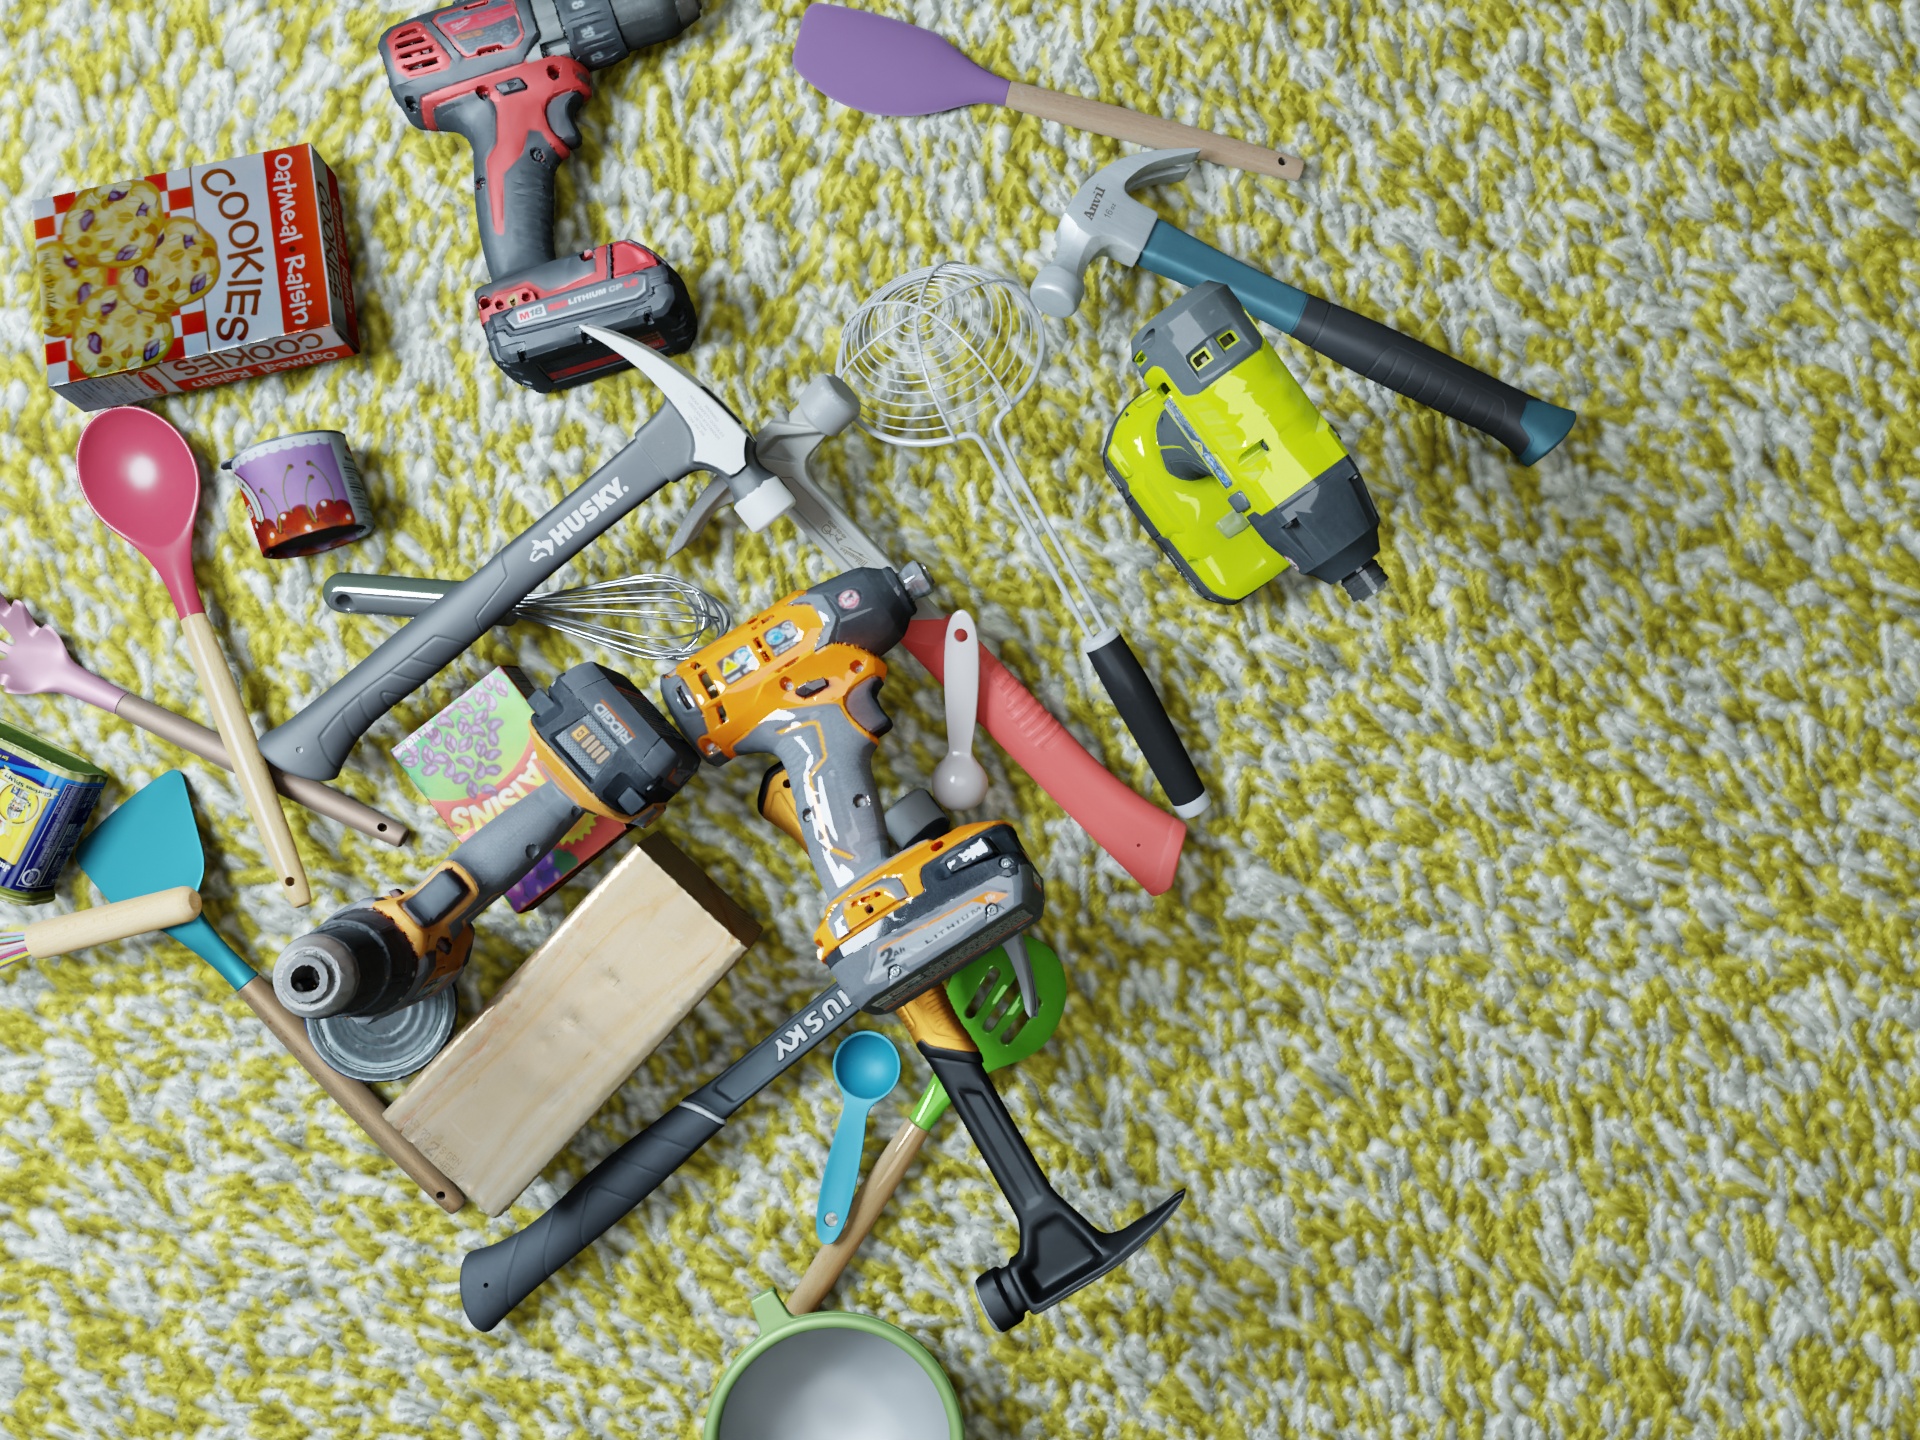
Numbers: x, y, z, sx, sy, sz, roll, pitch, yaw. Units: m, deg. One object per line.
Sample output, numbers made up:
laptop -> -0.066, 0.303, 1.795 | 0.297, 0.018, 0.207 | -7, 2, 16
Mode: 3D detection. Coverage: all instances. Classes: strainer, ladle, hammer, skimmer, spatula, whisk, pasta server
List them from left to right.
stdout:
whisk -> -0.557, 0.138, 0.927 | 0.245, 0.047, 0.051 | -14, 125, 6
pasta server -> -0.476, 0.001, 0.946 | 0.316, 0.040, 0.060 | 26, 78, -2
ladle -> -0.442, -0.037, 0.936 | 0.069, 0.031, 0.315 | -23, 85, 0
spatula -> -0.405, 0.173, 0.956 | 0.082, 0.044, 0.317 | -40, 95, -1
hammer -> -0.266, -0.080, 0.899 | 0.335, 0.035, 0.146 | -37, 100, 8
whisk -> -0.259, -0.067, 0.945 | 0.246, 0.059, 0.057 | 5, 135, 3
hammer -> -0.133, 0.224, 0.943 | 0.409, 0.036, 0.149 | -40, 76, 2
strainer -> -0.022, 0.428, 0.938 | 0.256, 0.069, 0.151 | 14, 88, -2
hammer -> -0.011, 0.161, 0.895 | 0.127, 0.034, 0.337 | -33, 77, 5
hammer -> -0.005, -0.027, 0.941 | 0.359, 0.037, 0.149 | 46, 114, -6
skimmer -> 0.051, -0.105, 0.958 | 0.127, 0.090, 0.363 | -30, 101, -1
spatula -> 0.053, -0.370, 0.962 | 0.316, 0.018, 0.060 | 14, 89, 0
hammer -> 0.213, -0.235, 0.947 | 0.331, 0.033, 0.128 | 24, 74, -5

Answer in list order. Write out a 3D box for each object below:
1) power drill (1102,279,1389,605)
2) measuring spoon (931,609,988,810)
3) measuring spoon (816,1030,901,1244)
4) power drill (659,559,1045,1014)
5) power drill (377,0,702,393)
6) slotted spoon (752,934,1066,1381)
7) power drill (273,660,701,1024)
power drill -> 0.151, -0.131, 0.861 | 0.080, 0.223, 0.171 | -36, 91, 0
measuring spoon -> -0.001, -0.003, 0.919 | 0.034, 0.018, 0.124 | 5, 111, 12
measuring spoon -> -0.064, 0.250, 0.957 | 0.042, 0.021, 0.128 | 13, 87, 13
power drill -> -0.046, 0.026, 0.868 | 0.164, 0.084, 0.227 | -33, 72, 2
power drill -> -0.220, -0.326, 0.932 | 0.188, 0.080, 0.227 | -18, 87, -1
slotted spoon -> -0.037, 0.266, 0.959 | 0.070, 0.031, 0.314 | 33, 91, 5
power drill -> -0.251, 0.071, 0.838 | 0.226, 0.185, 0.084 | -43, 89, -3
